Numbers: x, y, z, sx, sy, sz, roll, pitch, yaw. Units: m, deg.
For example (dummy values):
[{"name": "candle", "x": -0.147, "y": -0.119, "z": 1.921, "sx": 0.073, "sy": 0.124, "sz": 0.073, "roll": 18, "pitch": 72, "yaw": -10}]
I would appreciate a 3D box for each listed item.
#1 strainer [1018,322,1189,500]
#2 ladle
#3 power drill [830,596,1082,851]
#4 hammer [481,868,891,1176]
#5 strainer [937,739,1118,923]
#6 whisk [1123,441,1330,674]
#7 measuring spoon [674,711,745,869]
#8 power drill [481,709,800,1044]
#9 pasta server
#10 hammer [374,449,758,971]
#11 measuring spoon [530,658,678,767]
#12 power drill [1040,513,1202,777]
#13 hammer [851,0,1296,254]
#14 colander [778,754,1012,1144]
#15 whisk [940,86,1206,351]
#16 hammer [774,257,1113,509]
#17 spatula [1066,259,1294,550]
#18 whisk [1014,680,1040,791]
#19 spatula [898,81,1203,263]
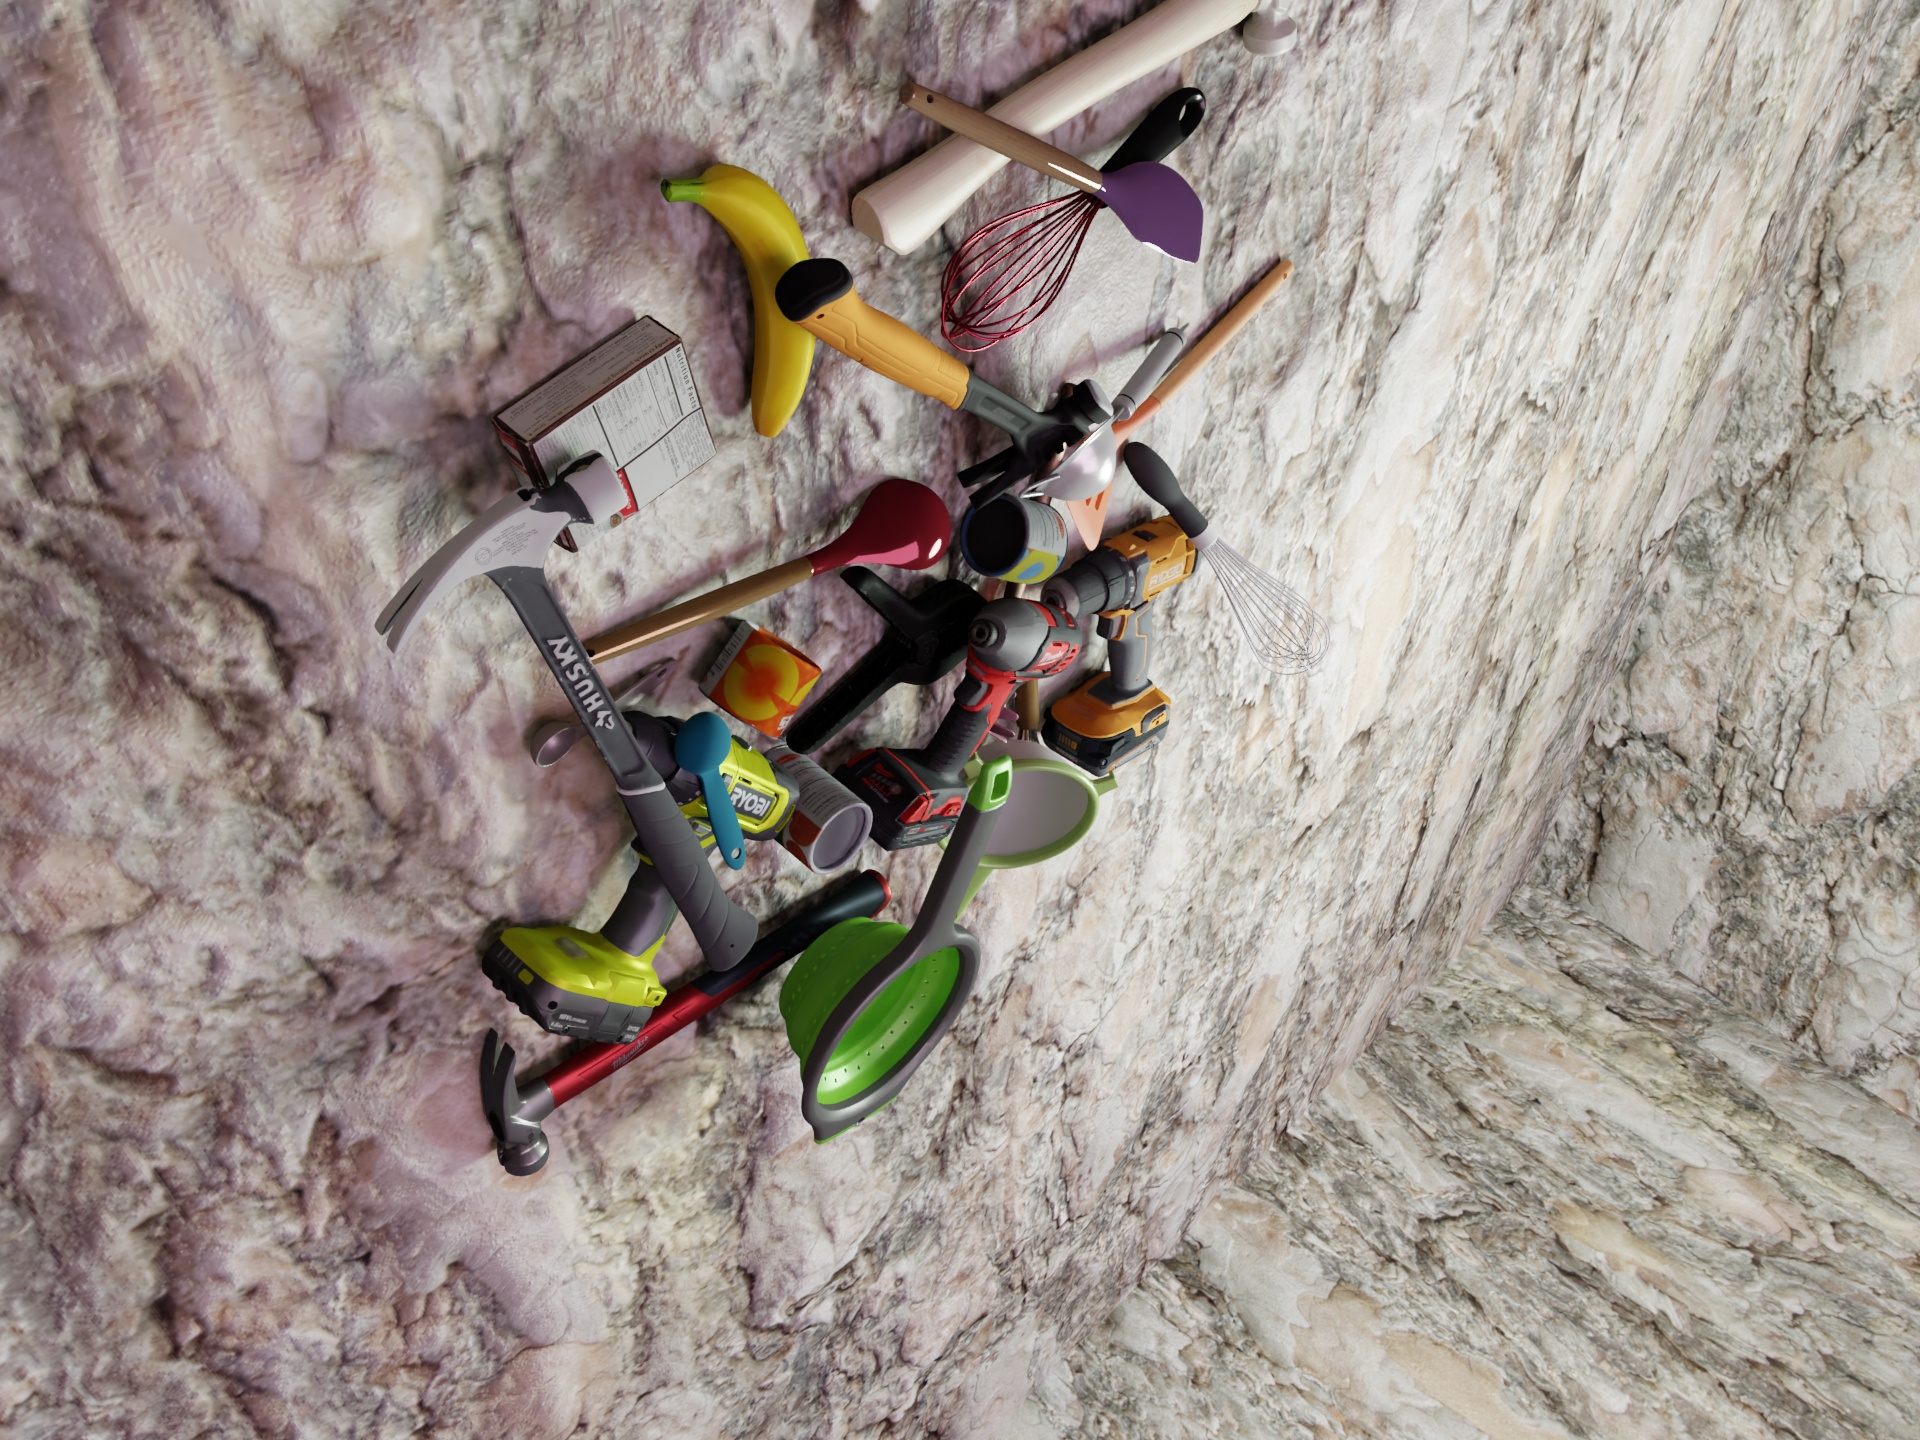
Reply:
[{"name": "strainer", "x": 0.125, "y": -0.239, "z": 1.240, "sx": 0.258, "sy": 0.050, "sz": 0.087, "roll": -54, "pitch": -173, "yaw": -33}, {"name": "ladle", "x": -0.125, "y": -0.096, "z": 1.072, "sx": 0.315, "sy": 0.069, "sz": 0.031, "roll": -27, "pitch": -179, "yaw": -31}, {"name": "power drill", "x": -0.002, "y": -0.004, "z": 1.255, "sx": 0.219, "sy": 0.079, "sz": 0.143, "roll": -52, "pitch": 161, "yaw": 16}, {"name": "hammer", "x": -0.205, "y": 0.209, "z": 1.273, "sx": 0.386, "sy": 0.038, "sz": 0.143, "roll": -30, "pitch": 141, "yaw": -36}, {"name": "strainer", "x": 0.026, "y": 0.097, "z": 1.461, "sx": 0.151, "sy": 0.069, "sz": 0.256, "roll": 8, "pitch": 137, "yaw": -22}, {"name": "whisk", "x": 0.231, "y": -0.140, "z": 1.402, "sx": 0.070, "sy": 0.070, "sz": 0.284, "roll": -49, "pitch": 114, "yaw": -9}, {"name": "measuring spoon", "x": -0.157, "y": 0.052, "z": 1.060, "sx": 0.042, "sy": 0.021, "sz": 0.128, "roll": -37, "pitch": 131, "yaw": -34}, {"name": "power drill", "x": -0.225, "y": 0.102, "z": 1.097, "sx": 0.228, "sy": 0.080, "sz": 0.190, "roll": -57, "pitch": 151, "yaw": 0}, {"name": "pasta server", "x": 0.057, "y": -0.124, "z": 1.306, "sx": 0.040, "sy": 0.060, "sz": 0.316, "roll": 9, "pitch": 118, "yaw": -12}, {"name": "hammer", "x": -0.207, "y": 0.031, "z": 0.974, "sx": 0.149, "sy": 0.036, "sz": 0.408, "roll": -34, "pitch": 138, "yaw": -15}, {"name": "measuring spoon", "x": -0.233, "y": -0.011, "z": 1.035, "sx": 0.124, "sy": 0.018, "sz": 0.034, "roll": -40, "pitch": 163, "yaw": -37}, {"name": "power drill", "x": 0.131, "y": -0.063, "z": 1.437, "sx": 0.185, "sy": 0.084, "sz": 0.226, "roll": -26, "pitch": 136, "yaw": -40}, {"name": "hammer", "x": 0.087, "y": -0.430, "z": 1.036, "sx": 0.411, "sy": 0.038, "sz": 0.146, "roll": -40, "pitch": 146, "yaw": -23}, {"name": "colander", "x": -0.058, "y": 0.168, "z": 1.294, "sx": 0.204, "sy": 0.095, "sz": 0.396, "roll": -20, "pitch": 140, "yaw": -48}, {"name": "whisk", "x": 0.082, "y": -0.352, "z": 1.093, "sx": 0.296, "sy": 0.073, "sz": 0.073, "roll": -48, "pitch": 150, "yaw": -24}, {"name": "hammer", "x": -0.019, "y": -0.219, "z": 1.032, "sx": 0.127, "sy": 0.034, "sz": 0.336, "roll": -33, "pitch": 160, "yaw": 21}, {"name": "spatula", "x": 0.184, "y": -0.278, "z": 1.326, "sx": 0.322, "sy": 0.041, "sz": 0.080, "roll": -47, "pitch": 137, "yaw": -16}, {"name": "whisk", "x": 0.062, "y": 0.020, "z": 1.459, "sx": 0.047, "sy": 0.051, "sz": 0.244, "roll": -31, "pitch": 141, "yaw": -25}, {"name": "spatula", "x": 0.071, "y": -0.357, "z": 1.026, "sx": 0.315, "sy": 0.018, "sz": 0.060, "roll": 1, "pitch": 95, "yaw": -49}]
